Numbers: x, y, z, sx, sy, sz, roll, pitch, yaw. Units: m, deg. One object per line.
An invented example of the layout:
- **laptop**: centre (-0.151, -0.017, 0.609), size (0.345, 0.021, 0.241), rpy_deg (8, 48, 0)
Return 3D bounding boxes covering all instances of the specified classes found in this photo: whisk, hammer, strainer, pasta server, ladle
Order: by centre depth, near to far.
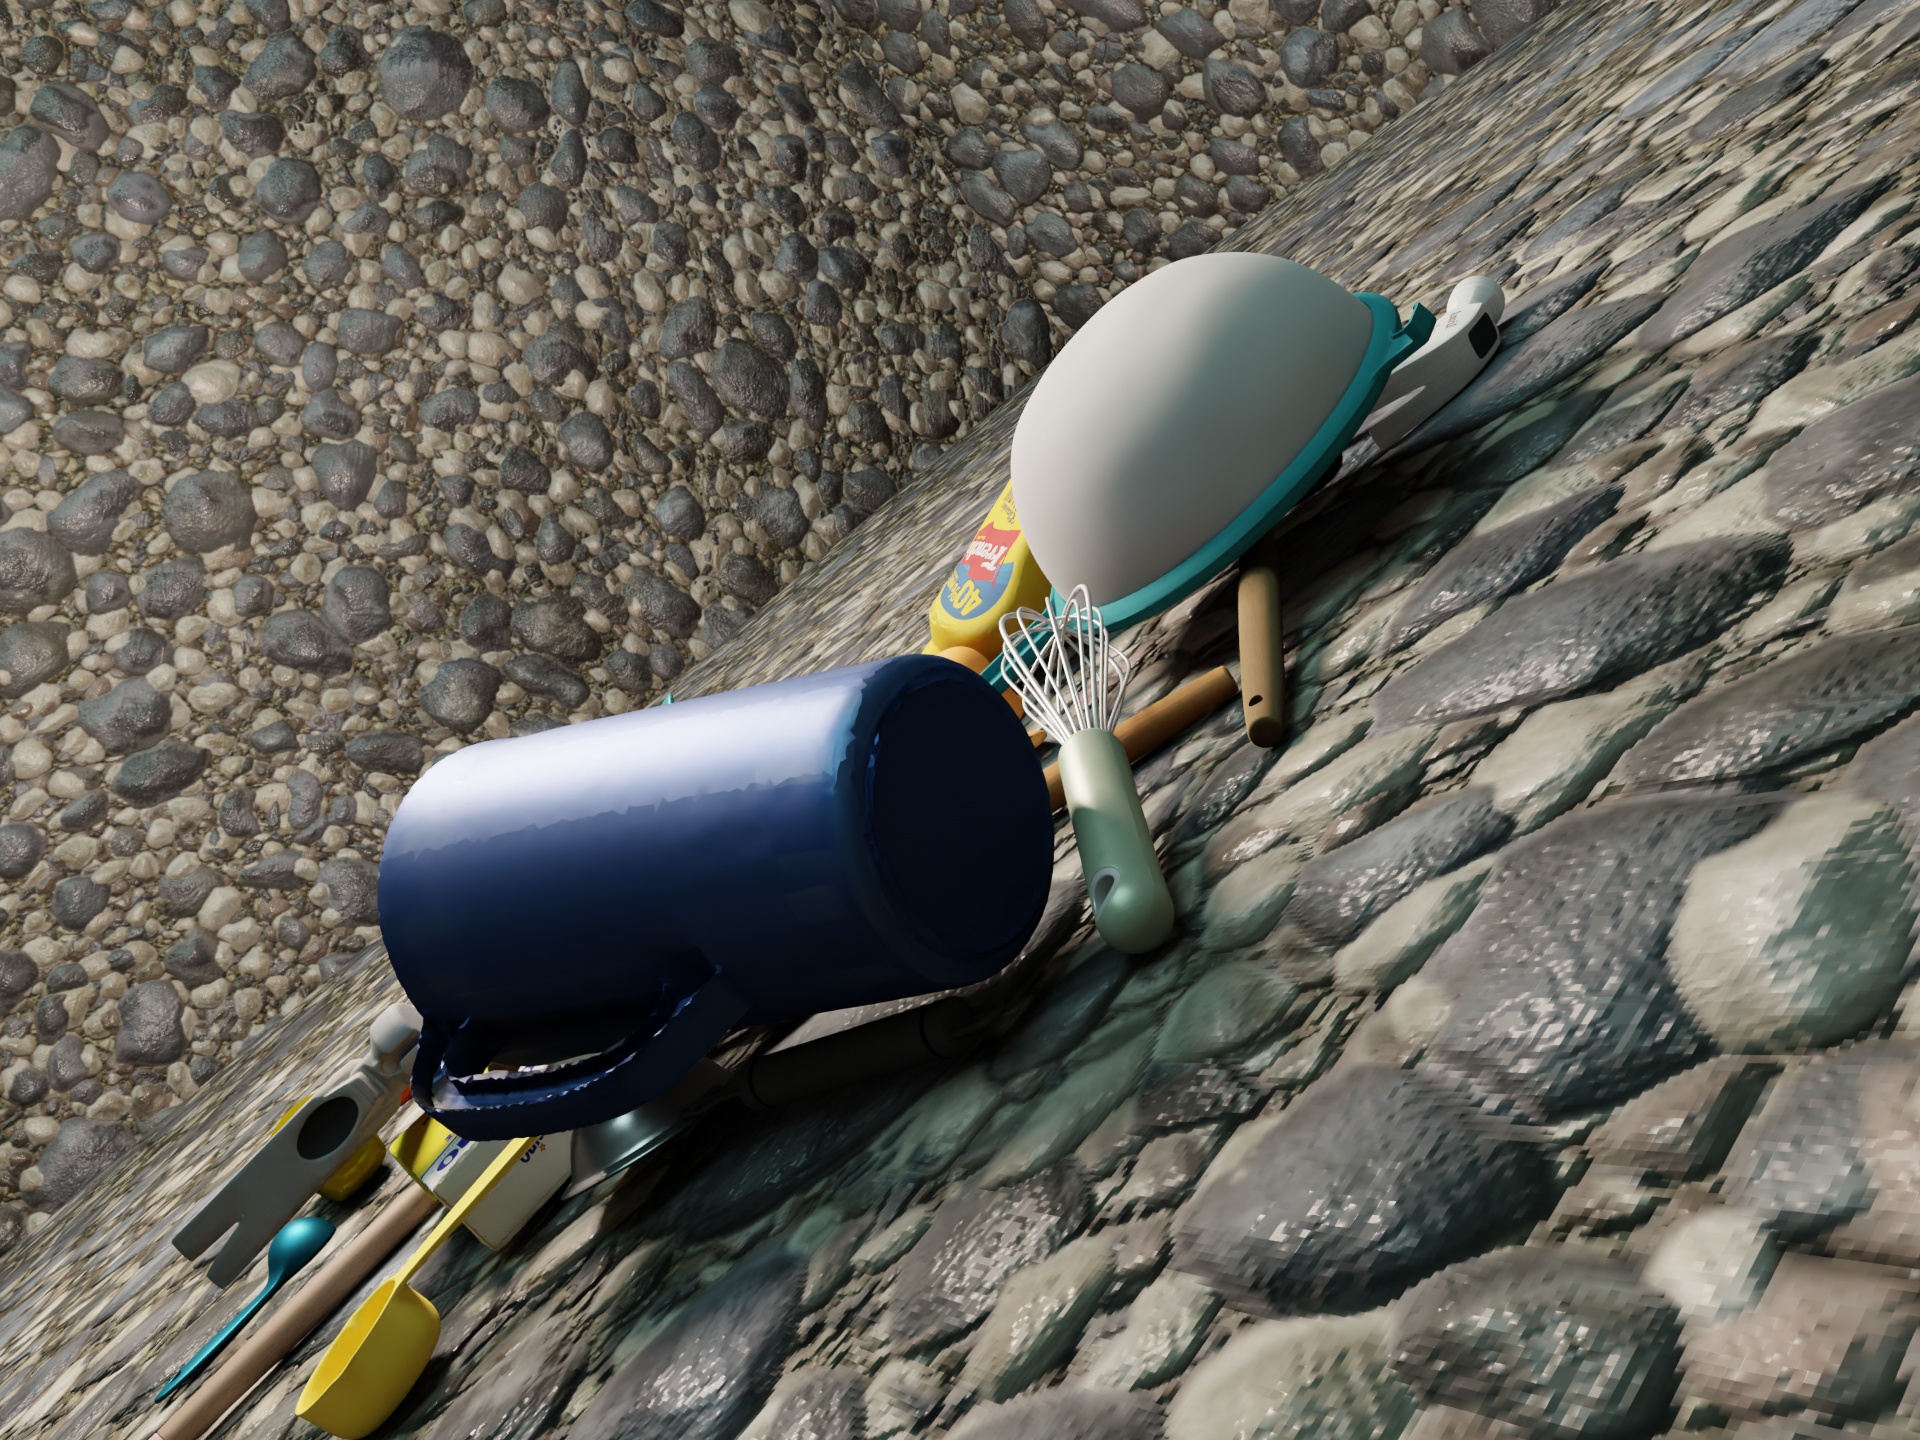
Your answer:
- **strainer**: centre (-0.077, 0.132, 0.585), size (0.258, 0.050, 0.087), rpy_deg (-25, 5, 39)
- **whisk**: centre (0.048, 0.011, 0.586), size (0.247, 0.059, 0.057), rpy_deg (-97, 31, -64)
- **ladle**: centre (0.137, -0.064, 0.703), size (0.078, 0.062, 0.320), rpy_deg (-27, 22, 22)
- **pasta server**: centre (-0.355, 0.313, 0.749), size (0.060, 0.040, 0.316), rpy_deg (-4, 33, 50)
- **strainer**: centre (0.048, -0.102, 0.750), size (0.340, 0.095, 0.211), rpy_deg (-45, 17, 6)
- **hammer**: centre (-0.299, 0.195, 0.880), size (0.143, 0.038, 0.386), rpy_deg (-46, 2, -4)
- **hammer**: centre (0.150, -0.153, 0.921), size (0.331, 0.033, 0.128), rpy_deg (-22, 21, 36)

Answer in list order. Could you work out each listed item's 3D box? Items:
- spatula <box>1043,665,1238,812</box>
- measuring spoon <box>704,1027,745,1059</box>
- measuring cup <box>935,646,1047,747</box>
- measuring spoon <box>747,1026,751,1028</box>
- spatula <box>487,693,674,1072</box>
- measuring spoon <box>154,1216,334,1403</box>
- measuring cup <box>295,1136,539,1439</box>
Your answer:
- **spatula**: centre (-0.025, 0.059, 0.689), size (0.322, 0.041, 0.081), rpy_deg (-33, -24, 16)
- **measuring spoon**: centre (-0.082, 0.130, 0.680), size (0.124, 0.018, 0.034), rpy_deg (-31, 8, 4)
- **measuring cup**: centre (-0.001, -0.003, 0.835), size (0.095, 0.052, 0.173), rpy_deg (-42, 9, -15)
- **measuring spoon**: centre (-0.129, 0.158, 0.725), size (0.117, 0.011, 0.021), rpy_deg (-38, 13, 22)
- **spatula**: centre (-0.185, 0.082, 0.803), size (0.082, 0.044, 0.318), rpy_deg (-58, 7, 21)
- **measuring spoon**: centre (-0.408, 0.327, 0.898), size (0.042, 0.021, 0.129), rpy_deg (-30, 13, 39)
- **measuring cup**: centre (-0.192, 0.207, 0.615), size (0.156, 0.029, 0.062), rpy_deg (-50, 13, -12)
